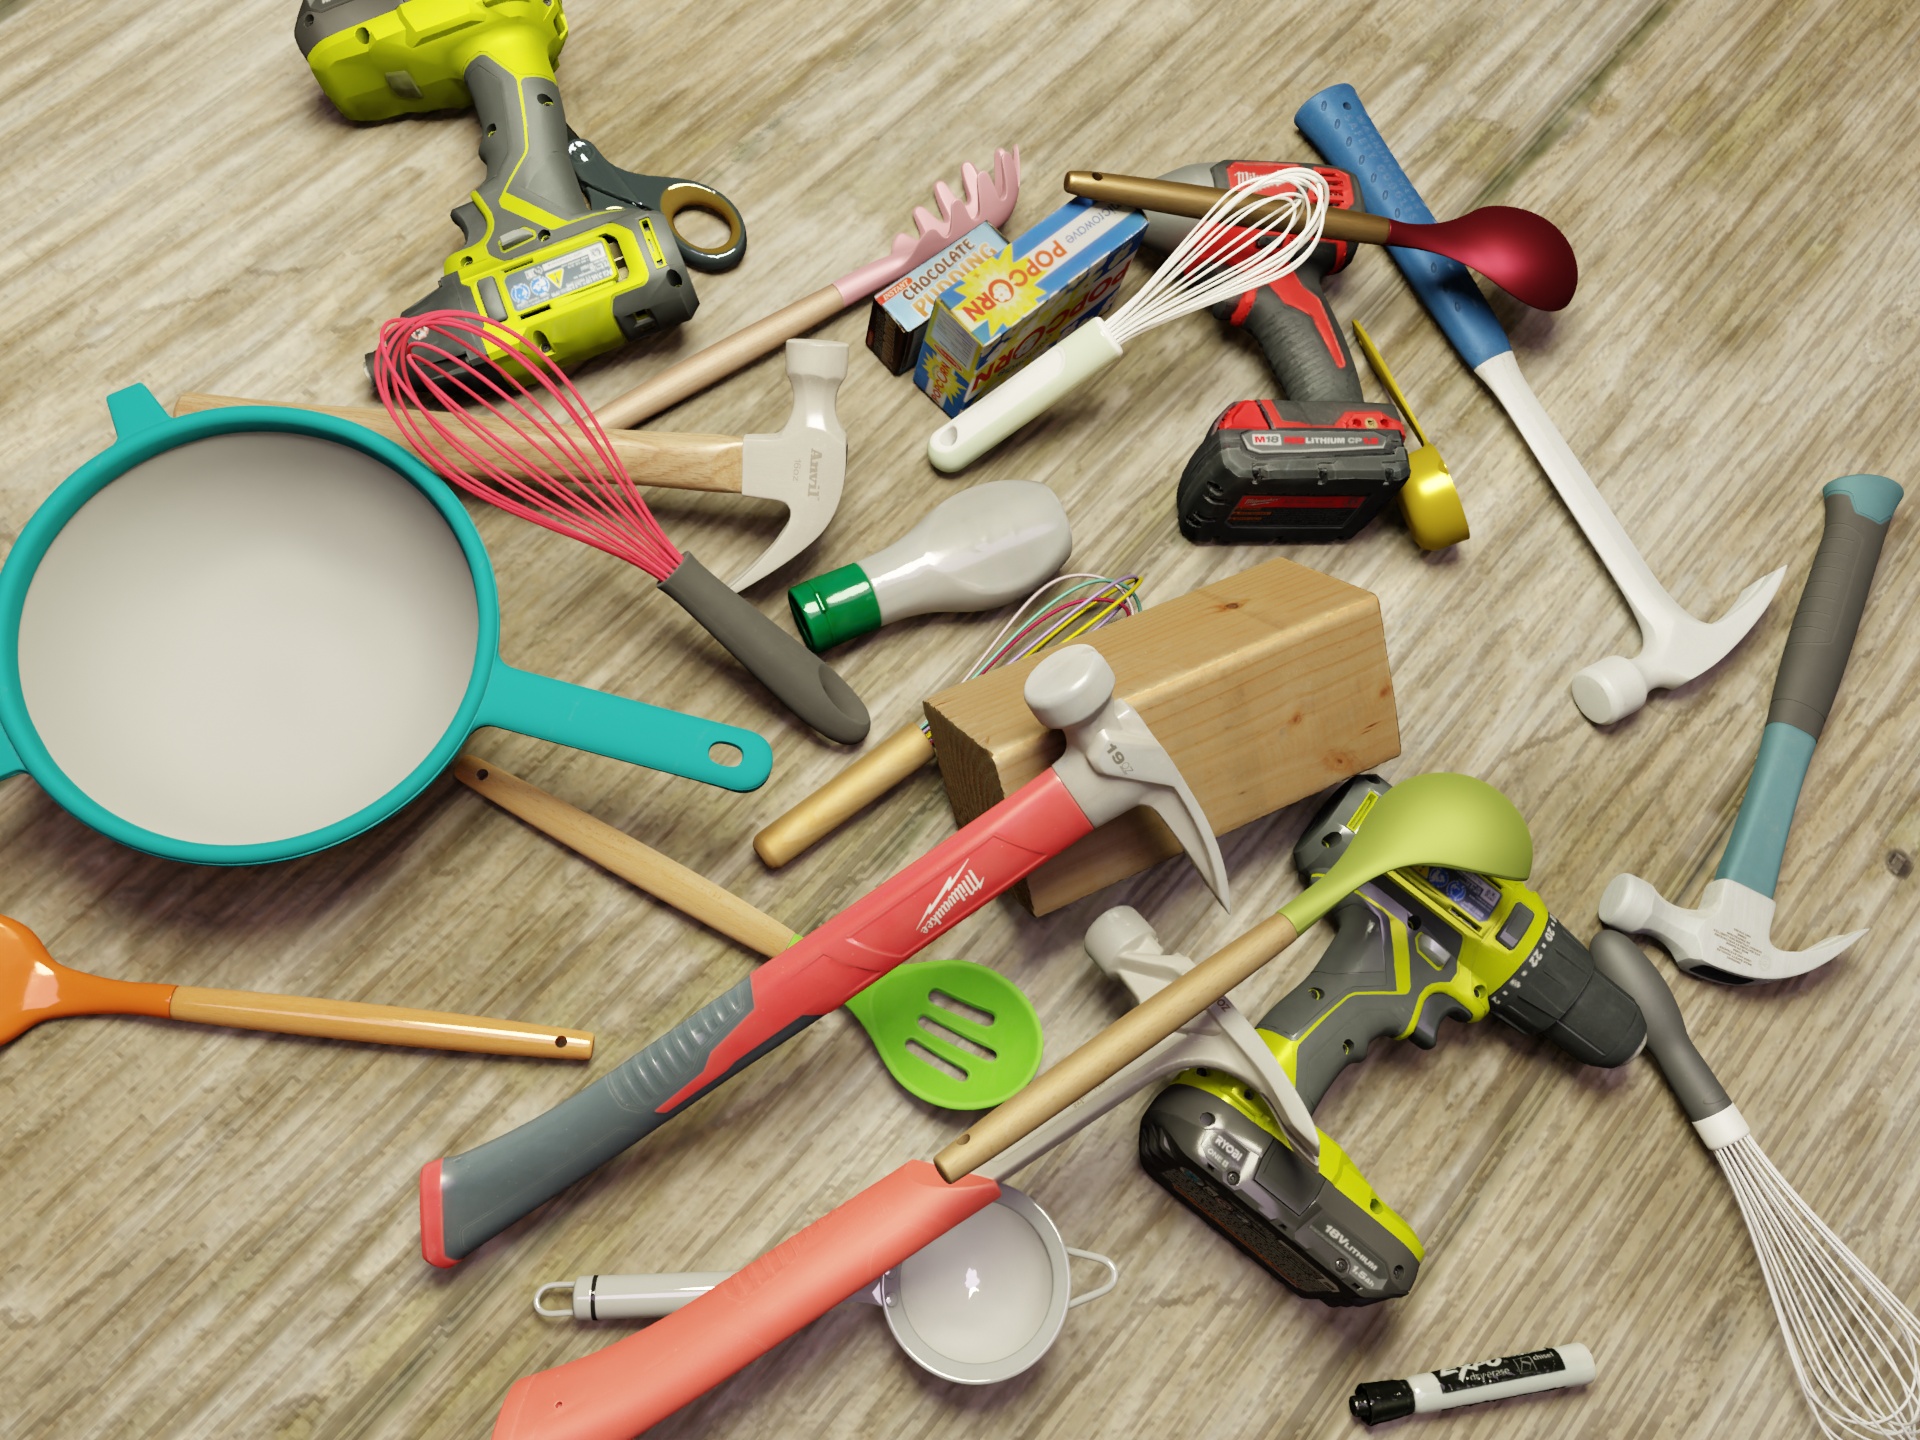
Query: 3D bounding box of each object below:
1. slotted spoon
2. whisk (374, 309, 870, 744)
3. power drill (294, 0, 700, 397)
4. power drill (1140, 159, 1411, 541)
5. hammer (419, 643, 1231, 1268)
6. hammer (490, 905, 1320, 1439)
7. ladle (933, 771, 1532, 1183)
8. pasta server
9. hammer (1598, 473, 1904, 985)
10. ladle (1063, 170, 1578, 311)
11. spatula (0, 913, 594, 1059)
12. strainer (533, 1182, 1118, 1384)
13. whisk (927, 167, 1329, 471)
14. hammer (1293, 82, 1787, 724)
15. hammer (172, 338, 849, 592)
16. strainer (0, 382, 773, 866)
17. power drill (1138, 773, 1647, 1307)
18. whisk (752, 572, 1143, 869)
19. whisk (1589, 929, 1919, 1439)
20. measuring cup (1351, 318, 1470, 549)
[{"bbox_3d":[-0.104,0.095,0.765,0.314,0.031,0.070,28,70,2],"label":"slotted spoon"},{"bbox_3d":[-0.151,-0.086,0.757,0.295,0.073,0.073,42,69,-19],"label":"whisk"},{"bbox_3d":[-0.254,-0.284,0.831,0.171,0.080,0.223,-21,80,-3],"label":"power drill"},{"bbox_3d":[0.163,-0.214,0.882,0.143,0.078,0.220,-1,70,-11],"label":"power drill"},{"bbox_3d":[-0.066,0.130,0.698,0.386,0.038,0.143,-35,116,2],"label":"hammer"},{"bbox_3d":[-0.028,0.222,0.677,0.359,0.036,0.149,-31,51,-12],"label":"hammer"},{"bbox_3d":[0.125,0.113,0.691,0.320,0.078,0.062,-31,116,-21],"label":"ladle"},{"bbox_3d":[-0.093,-0.225,0.862,0.316,0.060,0.040,-33,114,-15],"label":"pasta server"},{"bbox_3d":[0.465,-0.004,0.885,0.128,0.033,0.331,27,70,1],"label":"hammer"},{"bbox_3d":[0.205,-0.269,0.861,0.315,0.031,0.069,3,64,-16],"label":"ladle"},{"bbox_3d":[-0.328,0.128,0.710,0.322,0.041,0.081,8,71,-8],"label":"spatula"},{"bbox_3d":[-0.060,0.254,0.714,0.258,0.050,0.087,-1,68,-4],"label":"strainer"},{"bbox_3d":[0.084,-0.205,0.829,0.246,0.059,0.058,-33,56,14],"label":"whisk"},{"bbox_3d":[0.319,-0.201,0.923,0.144,0.035,0.406,-25,78,-16],"label":"hammer"},{"bbox_3d":[-0.222,-0.132,0.794,0.331,0.031,0.130,3,106,0],"label":"hammer"},{"bbox_3d":[-0.255,-0.014,0.740,0.340,0.095,0.211,15,73,-6],"label":"strainer"},{"bbox_3d":[0.212,0.162,0.769,0.190,0.080,0.228,38,68,5],"label":"power drill"},{"bbox_3d":[-0.002,-0.002,0.808,0.245,0.051,0.047,-36,37,-13],"label":"whisk"},{"bbox_3d":[0.398,0.231,0.791,0.070,0.070,0.285,-23,73,-15],"label":"whisk"},{"bbox_3d":[0.243,-0.163,0.899,0.029,0.062,0.157,-25,63,11],"label":"measuring cup"}]
